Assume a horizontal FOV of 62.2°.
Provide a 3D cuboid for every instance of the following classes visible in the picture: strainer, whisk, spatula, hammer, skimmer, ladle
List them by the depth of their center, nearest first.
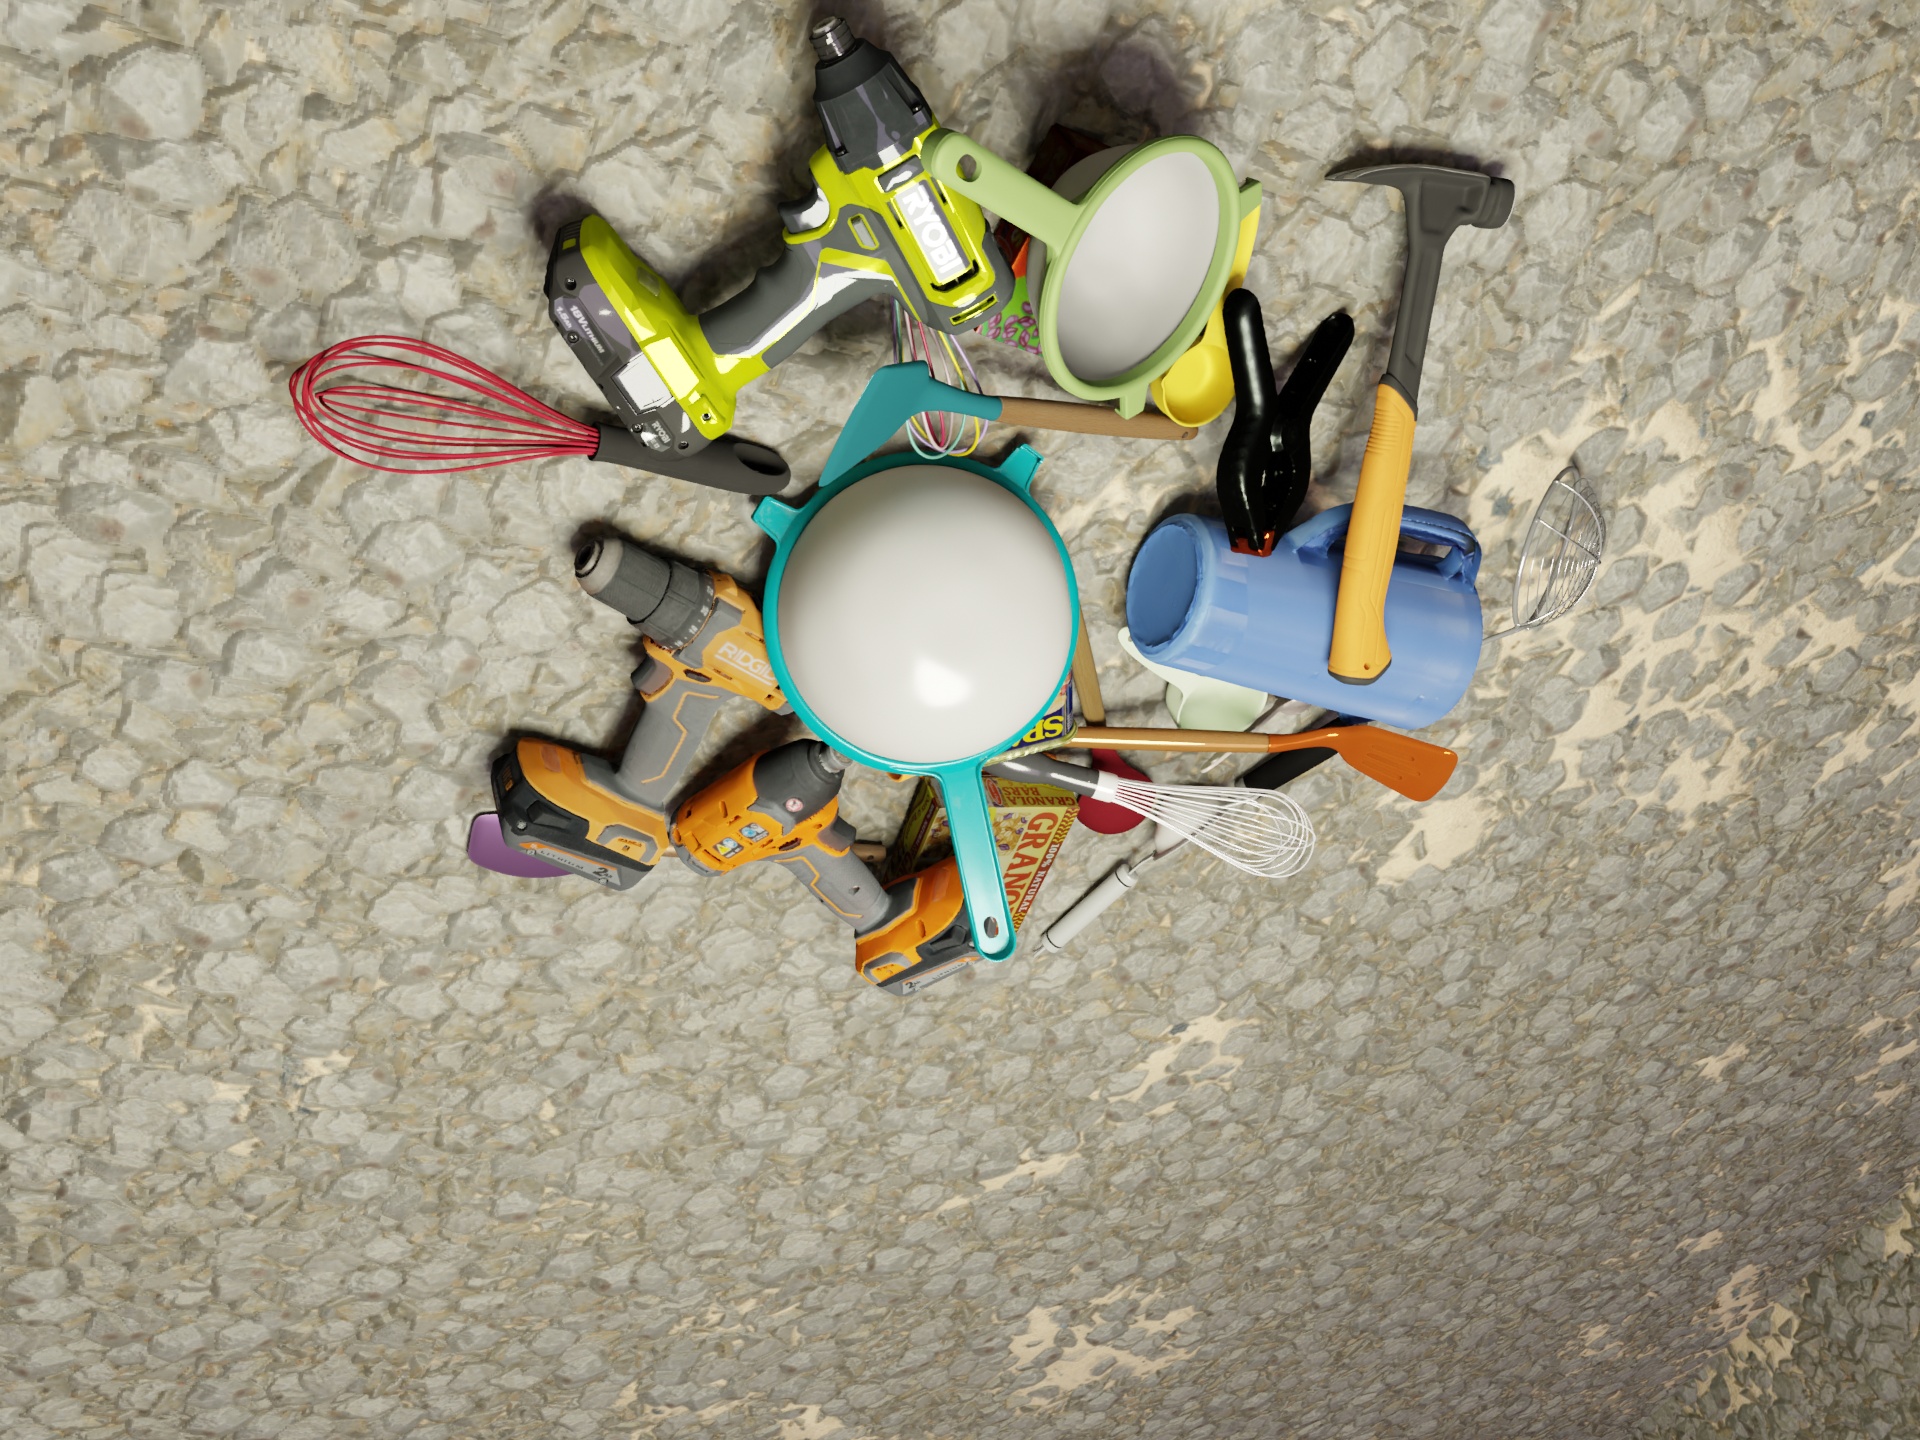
[{"bbox_3d":[0.050,-0.265,0.847,0.256,0.069,0.151,9,116,-52],"label":"strainer"},{"bbox_3d":[-0.230,-0.165,0.916,0.295,0.073,0.073,5,128,-34],"label":"whisk"},{"bbox_3d":[-0.036,-0.255,0.931,0.051,0.047,0.244,-30,132,-13],"label":"whisk"},{"bbox_3d":[0.044,-0.181,0.975,0.317,0.044,0.082,-4,139,-41],"label":"spatula"},{"bbox_3d":[-0.002,-0.003,1.007,0.211,0.095,0.340,-13,97,-12],"label":"strainer"},{"bbox_3d":[0.277,-0.187,1.043,0.127,0.034,0.336,-1,107,-22],"label":"hammer"},{"bbox_3d":[-0.204,0.096,1.189,0.315,0.018,0.059,3,124,-24],"label":"spatula"},{"bbox_3d":[0.211,0.024,1.213,0.322,0.041,0.081,2,150,-4],"label":"spatula"},{"bbox_3d":[0.102,-0.012,1.218,0.069,0.031,0.315,-19,133,-1],"label":"ladle"},{"bbox_3d":[0.142,0.058,1.232,0.284,0.070,0.070,16,125,-7],"label":"whisk"},{"bbox_3d":[0.357,-0.060,1.276,0.363,0.090,0.127,-36,162,26],"label":"skimmer"},{"bbox_3d":[0.145,0.126,1.351,0.258,0.050,0.087,-45,176,26],"label":"strainer"}]

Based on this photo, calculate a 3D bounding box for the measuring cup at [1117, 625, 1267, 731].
[{"bbox_3d":[0.167,-0.040,1.213,0.083,0.038,0.167,-43,130,17],"label":"measuring cup"}]

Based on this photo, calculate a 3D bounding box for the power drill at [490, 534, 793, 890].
[{"bbox_3d":[-0.219,-0.008,1.047,0.185,0.084,0.226,30,109,-39],"label":"power drill"}]

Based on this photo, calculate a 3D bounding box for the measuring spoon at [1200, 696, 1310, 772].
[{"bbox_3d":[0.237,0.010,1.263,0.124,0.034,0.018,-36,98,-22],"label":"measuring spoon"}]

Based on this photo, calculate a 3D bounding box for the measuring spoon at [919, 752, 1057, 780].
[{"bbox_3d":[0.023,0.037,1.237,0.117,0.011,0.021,-3,131,-21],"label":"measuring spoon"}]

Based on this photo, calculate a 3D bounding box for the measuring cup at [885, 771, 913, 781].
[{"bbox_3d":[-0.040,-0.044,1.103,0.052,0.095,0.173,-16,116,-19],"label":"measuring cup"}]

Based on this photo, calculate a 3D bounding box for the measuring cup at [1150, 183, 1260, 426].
[{"bbox_3d":[0.161,-0.267,1.020,0.062,0.029,0.156,-2,118,-27],"label":"measuring cup"}]

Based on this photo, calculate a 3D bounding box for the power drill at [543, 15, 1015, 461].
[{"bbox_3d":[-0.103,-0.252,0.855,0.223,0.080,0.171,-27,126,9],"label":"power drill"}]

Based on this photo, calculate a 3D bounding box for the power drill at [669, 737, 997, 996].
[{"bbox_3d":[-0.076,0.099,1.150,0.226,0.084,0.164,38,131,-26],"label":"power drill"}]
